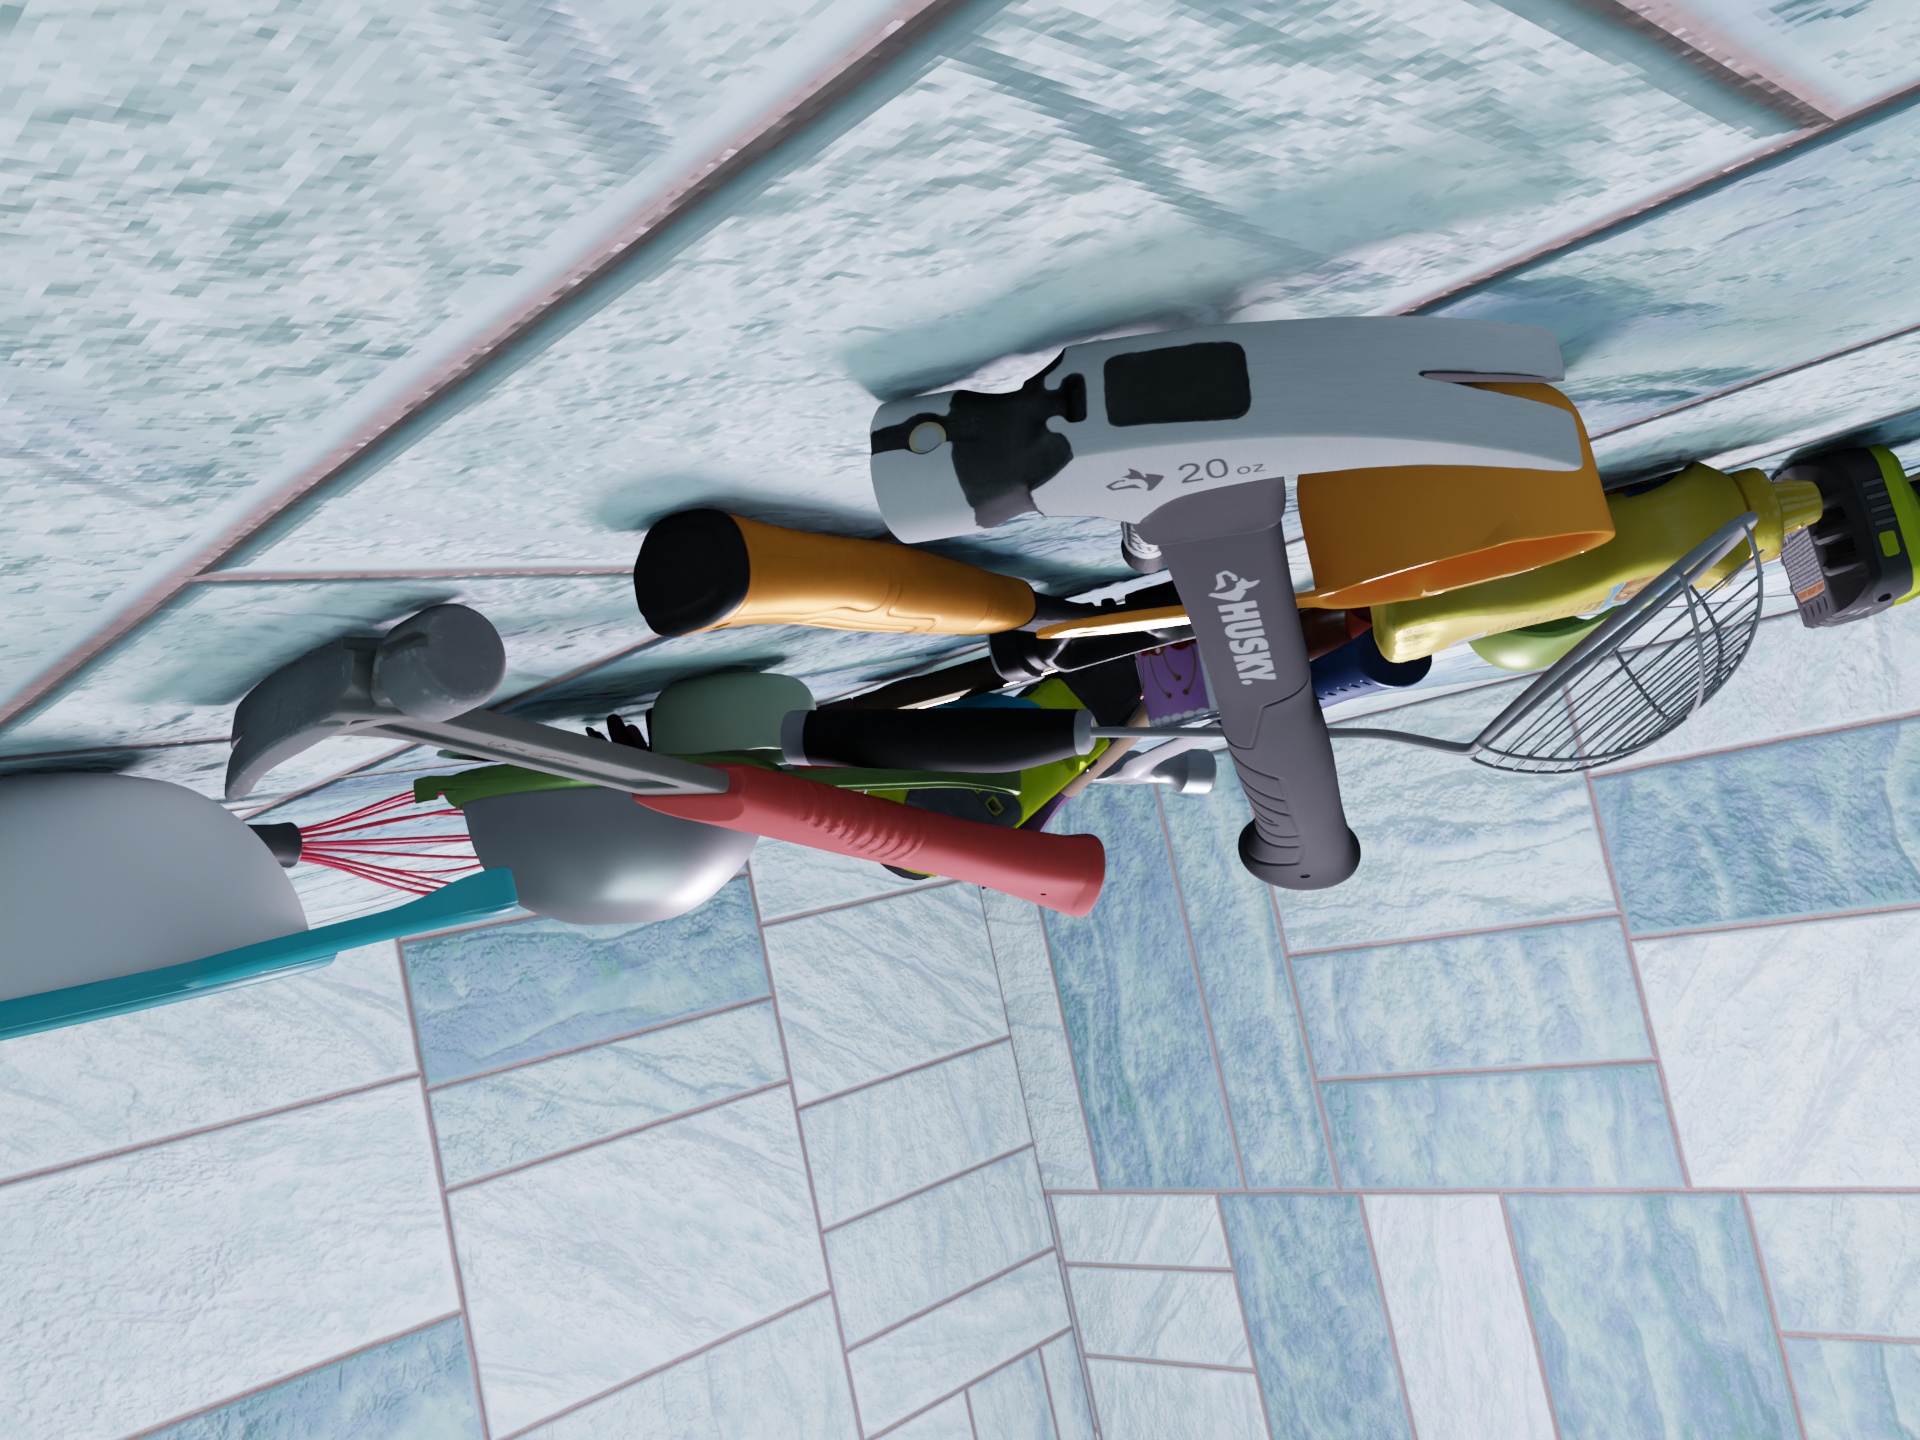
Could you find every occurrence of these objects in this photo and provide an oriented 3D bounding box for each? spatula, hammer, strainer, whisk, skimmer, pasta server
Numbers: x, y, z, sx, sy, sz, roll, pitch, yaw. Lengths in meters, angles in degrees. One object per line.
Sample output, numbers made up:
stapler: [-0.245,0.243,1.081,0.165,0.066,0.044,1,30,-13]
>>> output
spatula: [0.081,0.030,1.028,0.018,0.060,0.315,22,146,-14]
hammer: [-0.080,0.034,0.608,0.358,0.037,0.149,18,154,-42]
strainer: [-0.299,0.056,0.573,0.340,0.095,0.211,-14,176,26]
hammer: [0.008,-0.042,0.554,0.127,0.034,0.336,-13,175,25]
whisk: [-0.332,0.064,0.829,0.073,0.073,0.295,-15,169,34]
hammer: [0.096,-0.009,0.471,0.146,0.035,0.334,-8,156,15]
skimmer: [0.108,-0.025,0.605,0.363,0.090,0.127,-1,172,13]
hammer: [0.162,0.002,0.989,0.144,0.035,0.405,3,169,-14]
strainer: [-0.100,0.054,0.709,0.256,0.069,0.151,-2,172,3]
pasta server: [-0.028,-0.019,0.801,0.316,0.040,0.060,-16,175,-4]

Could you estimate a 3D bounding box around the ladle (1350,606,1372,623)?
ladle: [0.321,-0.084,0.876,0.315,0.031,0.069,-11,-160,-41]

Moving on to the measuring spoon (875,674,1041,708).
measuring spoon: [-0.001,-0.003,0.825,0.042,0.021,0.129,-30,-156,-34]

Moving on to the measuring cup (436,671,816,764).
measuring cup: [-0.143,0.000,0.701,0.167,0.038,0.083,0,171,-23]

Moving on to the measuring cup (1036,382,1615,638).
measuring cup: [0.105,-0.062,0.481,0.173,0.052,0.095,-10,175,0]

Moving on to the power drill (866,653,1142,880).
power drill: [0.024,0.027,0.987,0.171,0.080,0.223,-39,-177,-19]

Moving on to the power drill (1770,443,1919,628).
power drill: [0.509,-0.114,0.730,0.228,0.080,0.190,-17,174,19]

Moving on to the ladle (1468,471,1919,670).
ladle: [0.459,-0.103,0.992,0.078,0.062,0.320,-20,175,-45]
